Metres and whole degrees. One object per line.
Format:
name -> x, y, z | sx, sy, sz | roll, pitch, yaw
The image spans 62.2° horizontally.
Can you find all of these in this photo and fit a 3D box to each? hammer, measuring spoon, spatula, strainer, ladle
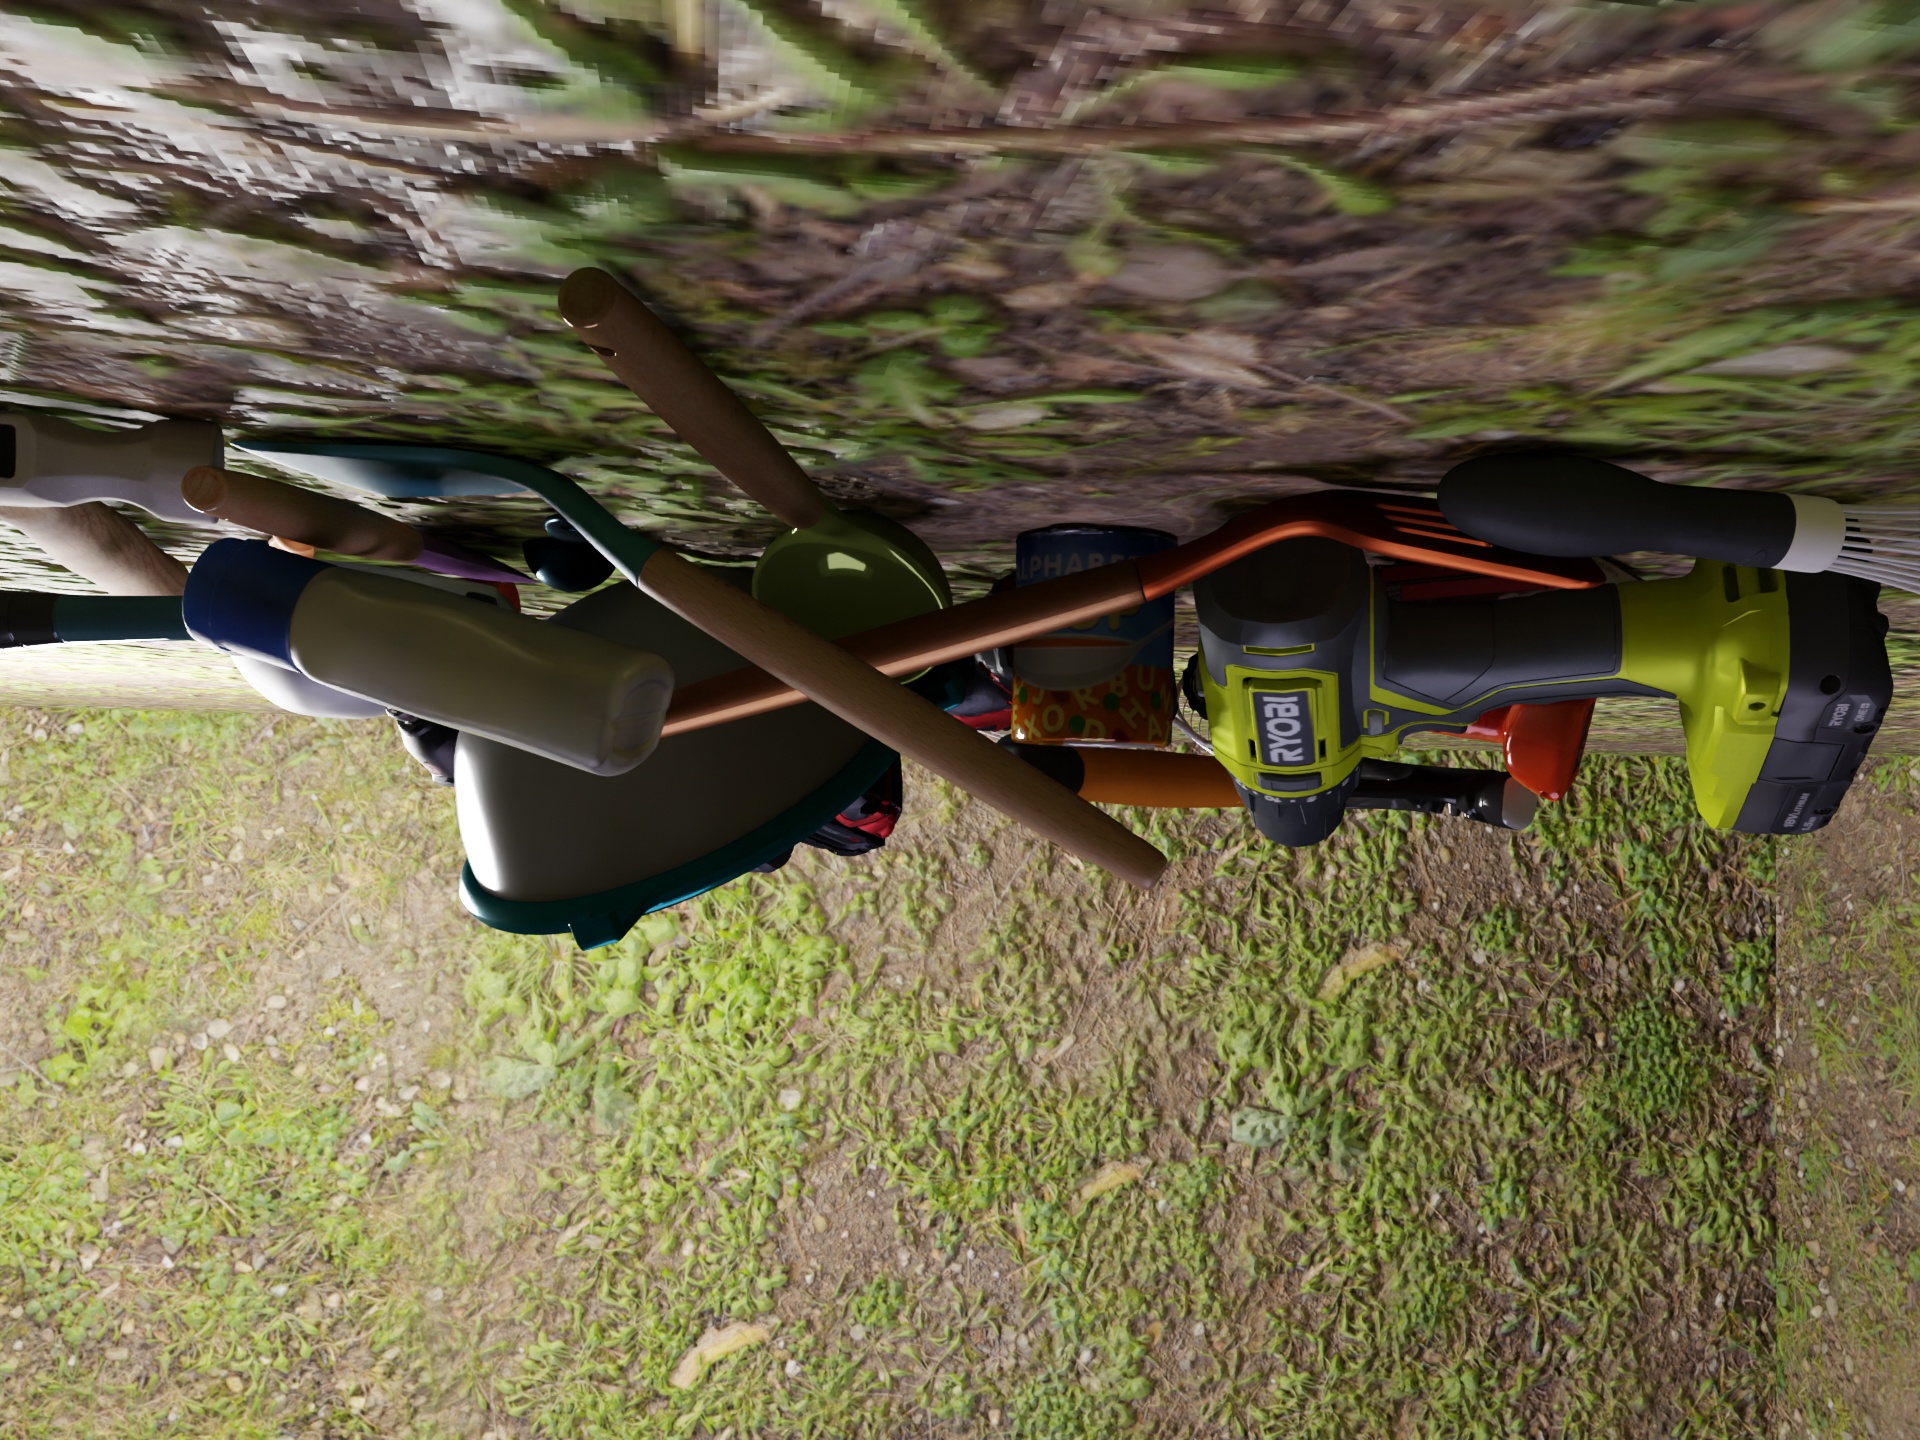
hammer -> -0.330, -0.070, 0.591 | 0.130, 0.031, 0.331 | 2, 178, -19
measuring spoon -> -0.297, -0.074, 0.706 | 0.021, 0.011, 0.117 | 3, 177, -25
spatula -> 0.037, -0.031, 0.521 | 0.322, 0.041, 0.081 | -15, -158, 8
strainer -> -0.402, -0.033, 1.007 | 0.151, 0.069, 0.256 | 3, 175, -28
spatula -> -0.210, -0.066, 0.587 | 0.060, 0.018, 0.316 | 15, -179, -3
strainer -> -0.171, -0.015, 0.725 | 0.211, 0.095, 0.340 | -35, -153, -29
ladle -> -0.056, -0.058, 0.476 | 0.078, 0.062, 0.320 | 12, 176, 9
measuring spoon -> -0.160, -0.067, 0.652 | 0.042, 0.021, 0.128 | 2, 179, -13
hammer -> 0.144, 0.030, 0.797 | 0.336, 0.034, 0.127 | 5, -179, -40
hammer -> -0.341, -0.037, 0.585 | 0.331, 0.033, 0.128 | -1, 180, -6
spatula -> -0.080, -0.025, 0.497 | 0.317, 0.044, 0.082 | 31, -177, 13

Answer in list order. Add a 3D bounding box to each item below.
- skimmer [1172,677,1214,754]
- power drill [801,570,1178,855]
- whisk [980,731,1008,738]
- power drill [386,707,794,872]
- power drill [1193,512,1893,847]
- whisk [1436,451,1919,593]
skimmer -> 0.100, -0.043, 0.908 | 0.363, 0.090, 0.127 | 18, -166, -39
power drill -> -0.001, -0.003, 0.800 | 0.219, 0.079, 0.143 | -19, 153, 28
whisk -> -0.038, -0.014, 1.118 | 0.246, 0.058, 0.059 | 16, 150, 10
power drill -> -0.221, 0.025, 0.940 | 0.226, 0.084, 0.164 | 4, 159, 31
power drill -> 0.207, -0.006, 0.608 | 0.228, 0.080, 0.190 | -1, 148, 14
whisk -> 0.282, -0.052, 0.474 | 0.284, 0.070, 0.070 | 6, 177, -4
